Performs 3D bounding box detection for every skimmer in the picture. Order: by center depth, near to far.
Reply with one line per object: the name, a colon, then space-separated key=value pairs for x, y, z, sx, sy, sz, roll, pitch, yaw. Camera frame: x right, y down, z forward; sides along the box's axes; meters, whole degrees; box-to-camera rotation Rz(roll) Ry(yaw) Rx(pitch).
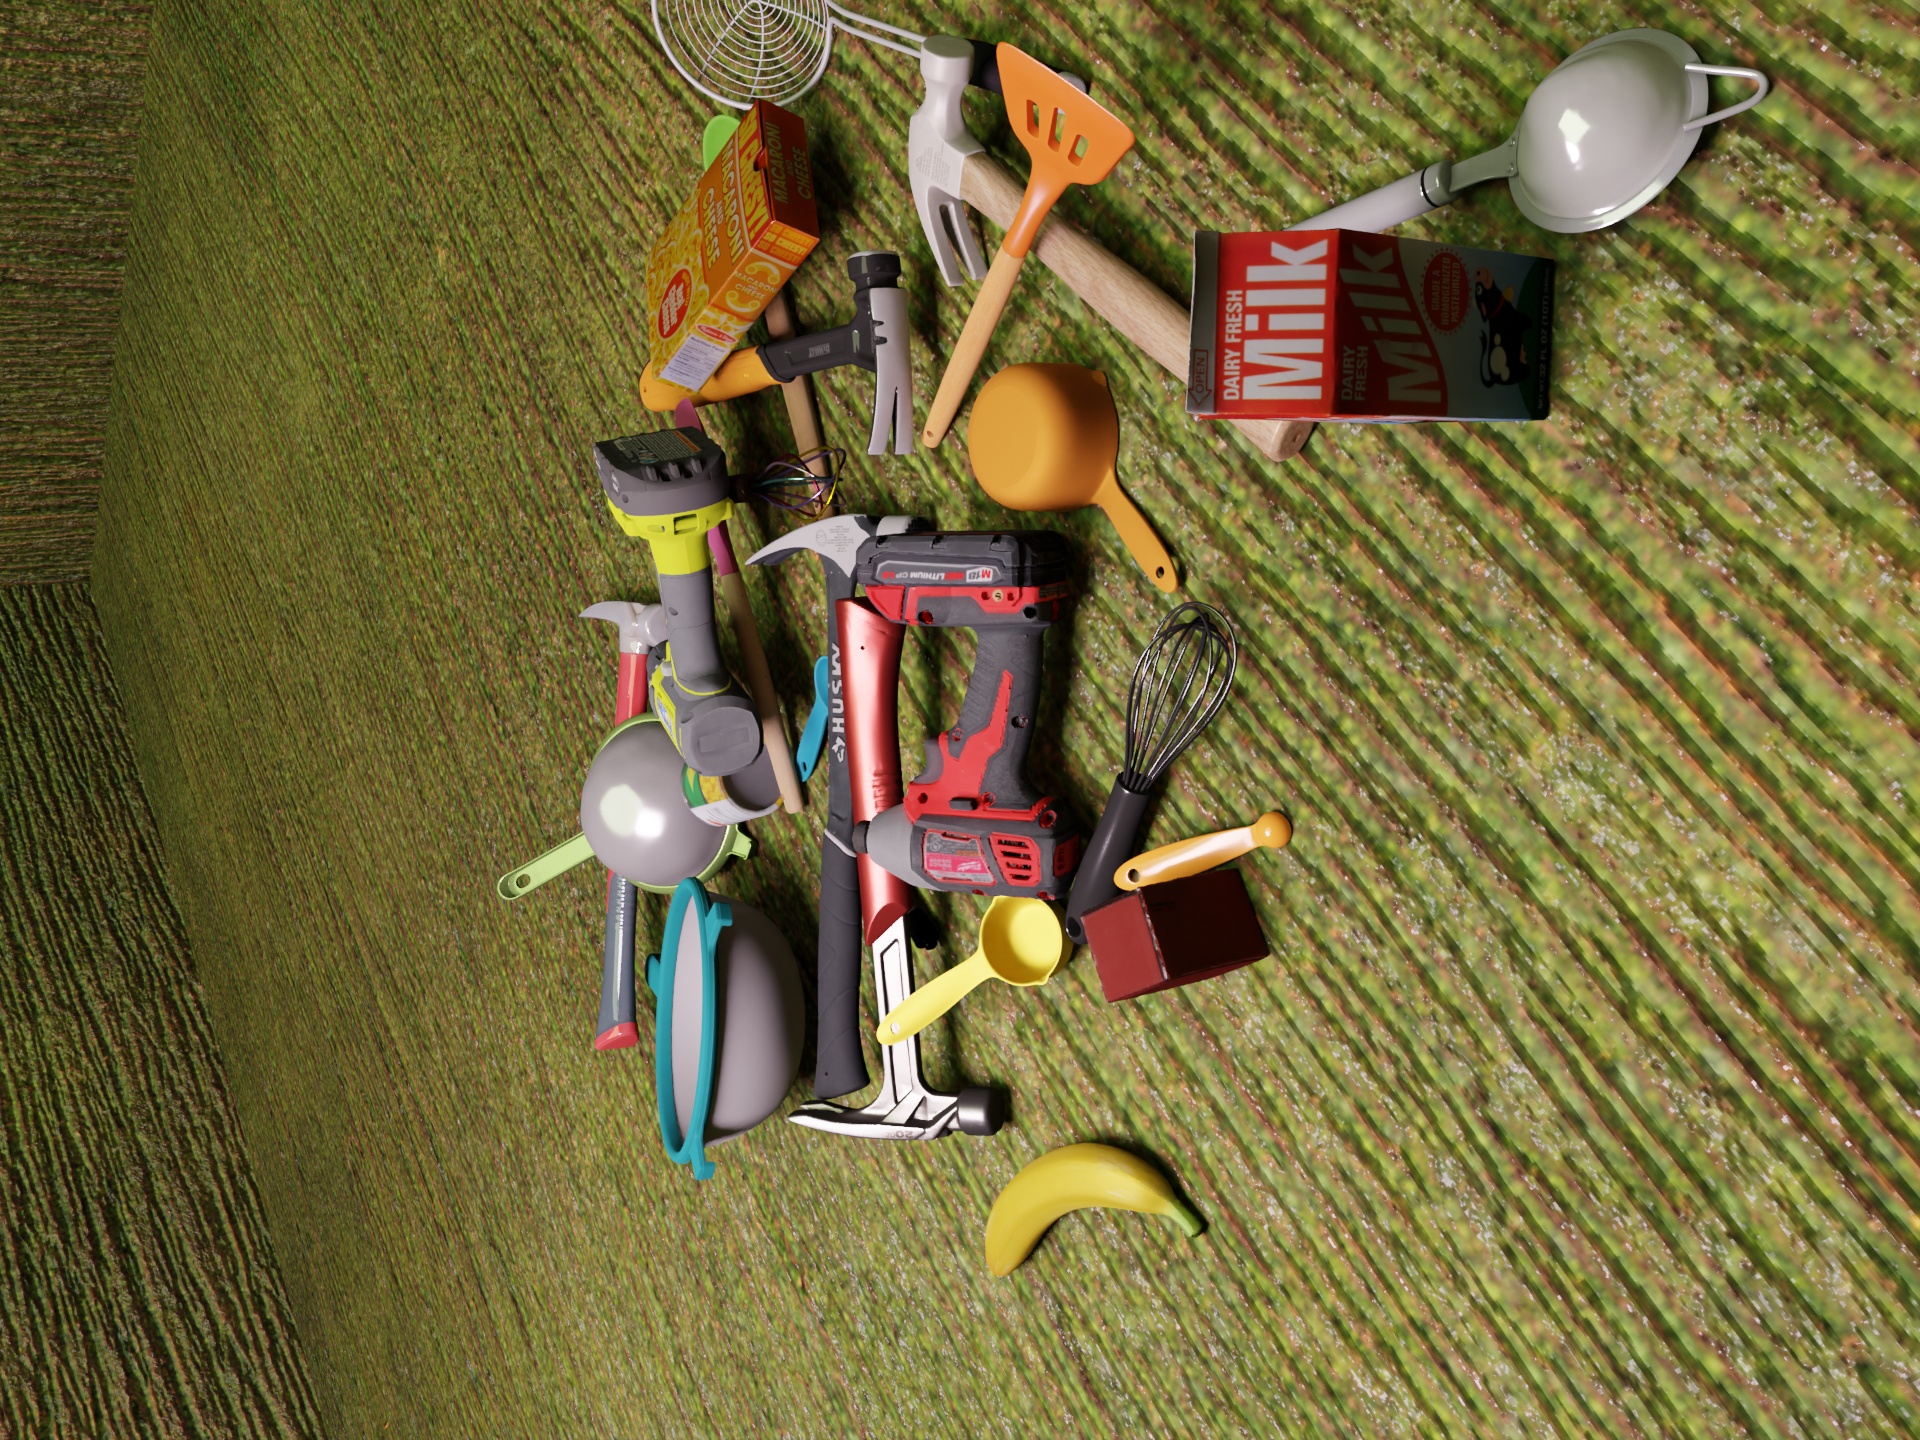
skimmer: x=-0.069 y=-0.422 z=1.007 sx=0.364 sy=0.090 sz=0.127 roll=38 pitch=151 yaw=40

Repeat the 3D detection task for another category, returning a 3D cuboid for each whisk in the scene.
whisk: x=0.101 y=0.038 z=0.895 sx=0.055 sy=0.055 sz=0.238 roll=47 pitch=134 yaw=37
whisk: x=-0.142 y=-0.167 z=1.153 sx=0.245 sy=0.051 sz=0.047 roll=10 pitch=115 yaw=61

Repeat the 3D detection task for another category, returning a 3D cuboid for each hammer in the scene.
hammer: x=0.072 y=-0.246 z=0.880 sx=0.332 sy=0.031 sz=0.130 roll=48 pitch=149 yaw=30
hammer: x=-0.058 y=0.099 z=1.045 sx=0.149 sy=0.036 sz=0.359 roll=-3 pitch=97 yaw=22
hammer: x=-0.087 y=0.063 z=1.101 sx=0.149 sy=0.036 sz=0.409 roll=5 pitch=97 yaw=38
hammer: x=-0.142 y=-0.243 z=1.133 sx=0.337 sy=0.034 sz=0.127 roll=6 pitch=103 yaw=53
hammer: x=-0.297 y=0.090 z=1.379 sx=0.143 sy=0.038 sz=0.386 roll=8 pitch=95 yaw=52

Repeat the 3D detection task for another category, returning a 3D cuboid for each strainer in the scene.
strainer: x=0.220 y=-0.241 z=0.708 sx=0.258 sy=0.050 sz=0.087 roll=-7 pitch=74 yaw=55
strainer: x=-0.189 y=0.225 z=1.265 sx=0.340 sy=0.095 sz=0.211 roll=-178 pitch=91 yaw=-72
strainer: x=-0.299 y=0.092 z=1.297 sx=0.256 sy=0.069 sz=0.151 roll=-28 pitch=82 yaw=22

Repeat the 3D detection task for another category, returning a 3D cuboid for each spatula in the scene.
spatula: x=0.018 y=-0.245 z=0.896 sx=0.081 sy=0.041 sz=0.322 roll=36 pitch=150 yaw=2

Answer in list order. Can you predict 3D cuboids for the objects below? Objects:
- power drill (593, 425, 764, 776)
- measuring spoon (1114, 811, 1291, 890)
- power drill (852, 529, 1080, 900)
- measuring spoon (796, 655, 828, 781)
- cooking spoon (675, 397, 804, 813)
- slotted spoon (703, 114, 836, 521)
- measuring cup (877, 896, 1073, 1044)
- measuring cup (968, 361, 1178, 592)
power drill: x=-0.206 y=-0.091 z=1.161 sx=0.191 sy=0.080 sz=0.228 roll=-137 pitch=37 yaw=-60
measuring spoon: x=0.129 y=0.074 z=0.869 sx=0.117 sy=0.011 sz=0.021 roll=-24 pitch=84 yaw=38
power drill: x=-0.002 y=-0.003 z=0.959 sx=0.143 sy=0.078 sz=0.219 roll=2 pitch=99 yaw=24
measuring spoon: x=-0.098 y=0.001 z=1.167 sx=0.042 sy=0.021 sz=0.128 roll=55 pitch=143 yaw=28
cooking spoon: x=-0.165 y=-0.085 z=1.193 sx=0.069 sy=0.017 sz=0.319 roll=-9 pitch=96 yaw=64
slotted spoon: x=-0.133 y=-0.292 z=1.158 sx=0.070 sy=0.031 sz=0.314 roll=-24 pitch=78 yaw=51
measuring cup: x=0.008 y=0.162 z=1.002 sx=0.156 sy=0.029 sz=0.062 roll=-39 pitch=70 yaw=25
measuring cup: x=0.063 y=-0.135 z=0.908 sx=0.174 sy=0.052 sz=0.095 roll=59 pitch=136 yaw=31
